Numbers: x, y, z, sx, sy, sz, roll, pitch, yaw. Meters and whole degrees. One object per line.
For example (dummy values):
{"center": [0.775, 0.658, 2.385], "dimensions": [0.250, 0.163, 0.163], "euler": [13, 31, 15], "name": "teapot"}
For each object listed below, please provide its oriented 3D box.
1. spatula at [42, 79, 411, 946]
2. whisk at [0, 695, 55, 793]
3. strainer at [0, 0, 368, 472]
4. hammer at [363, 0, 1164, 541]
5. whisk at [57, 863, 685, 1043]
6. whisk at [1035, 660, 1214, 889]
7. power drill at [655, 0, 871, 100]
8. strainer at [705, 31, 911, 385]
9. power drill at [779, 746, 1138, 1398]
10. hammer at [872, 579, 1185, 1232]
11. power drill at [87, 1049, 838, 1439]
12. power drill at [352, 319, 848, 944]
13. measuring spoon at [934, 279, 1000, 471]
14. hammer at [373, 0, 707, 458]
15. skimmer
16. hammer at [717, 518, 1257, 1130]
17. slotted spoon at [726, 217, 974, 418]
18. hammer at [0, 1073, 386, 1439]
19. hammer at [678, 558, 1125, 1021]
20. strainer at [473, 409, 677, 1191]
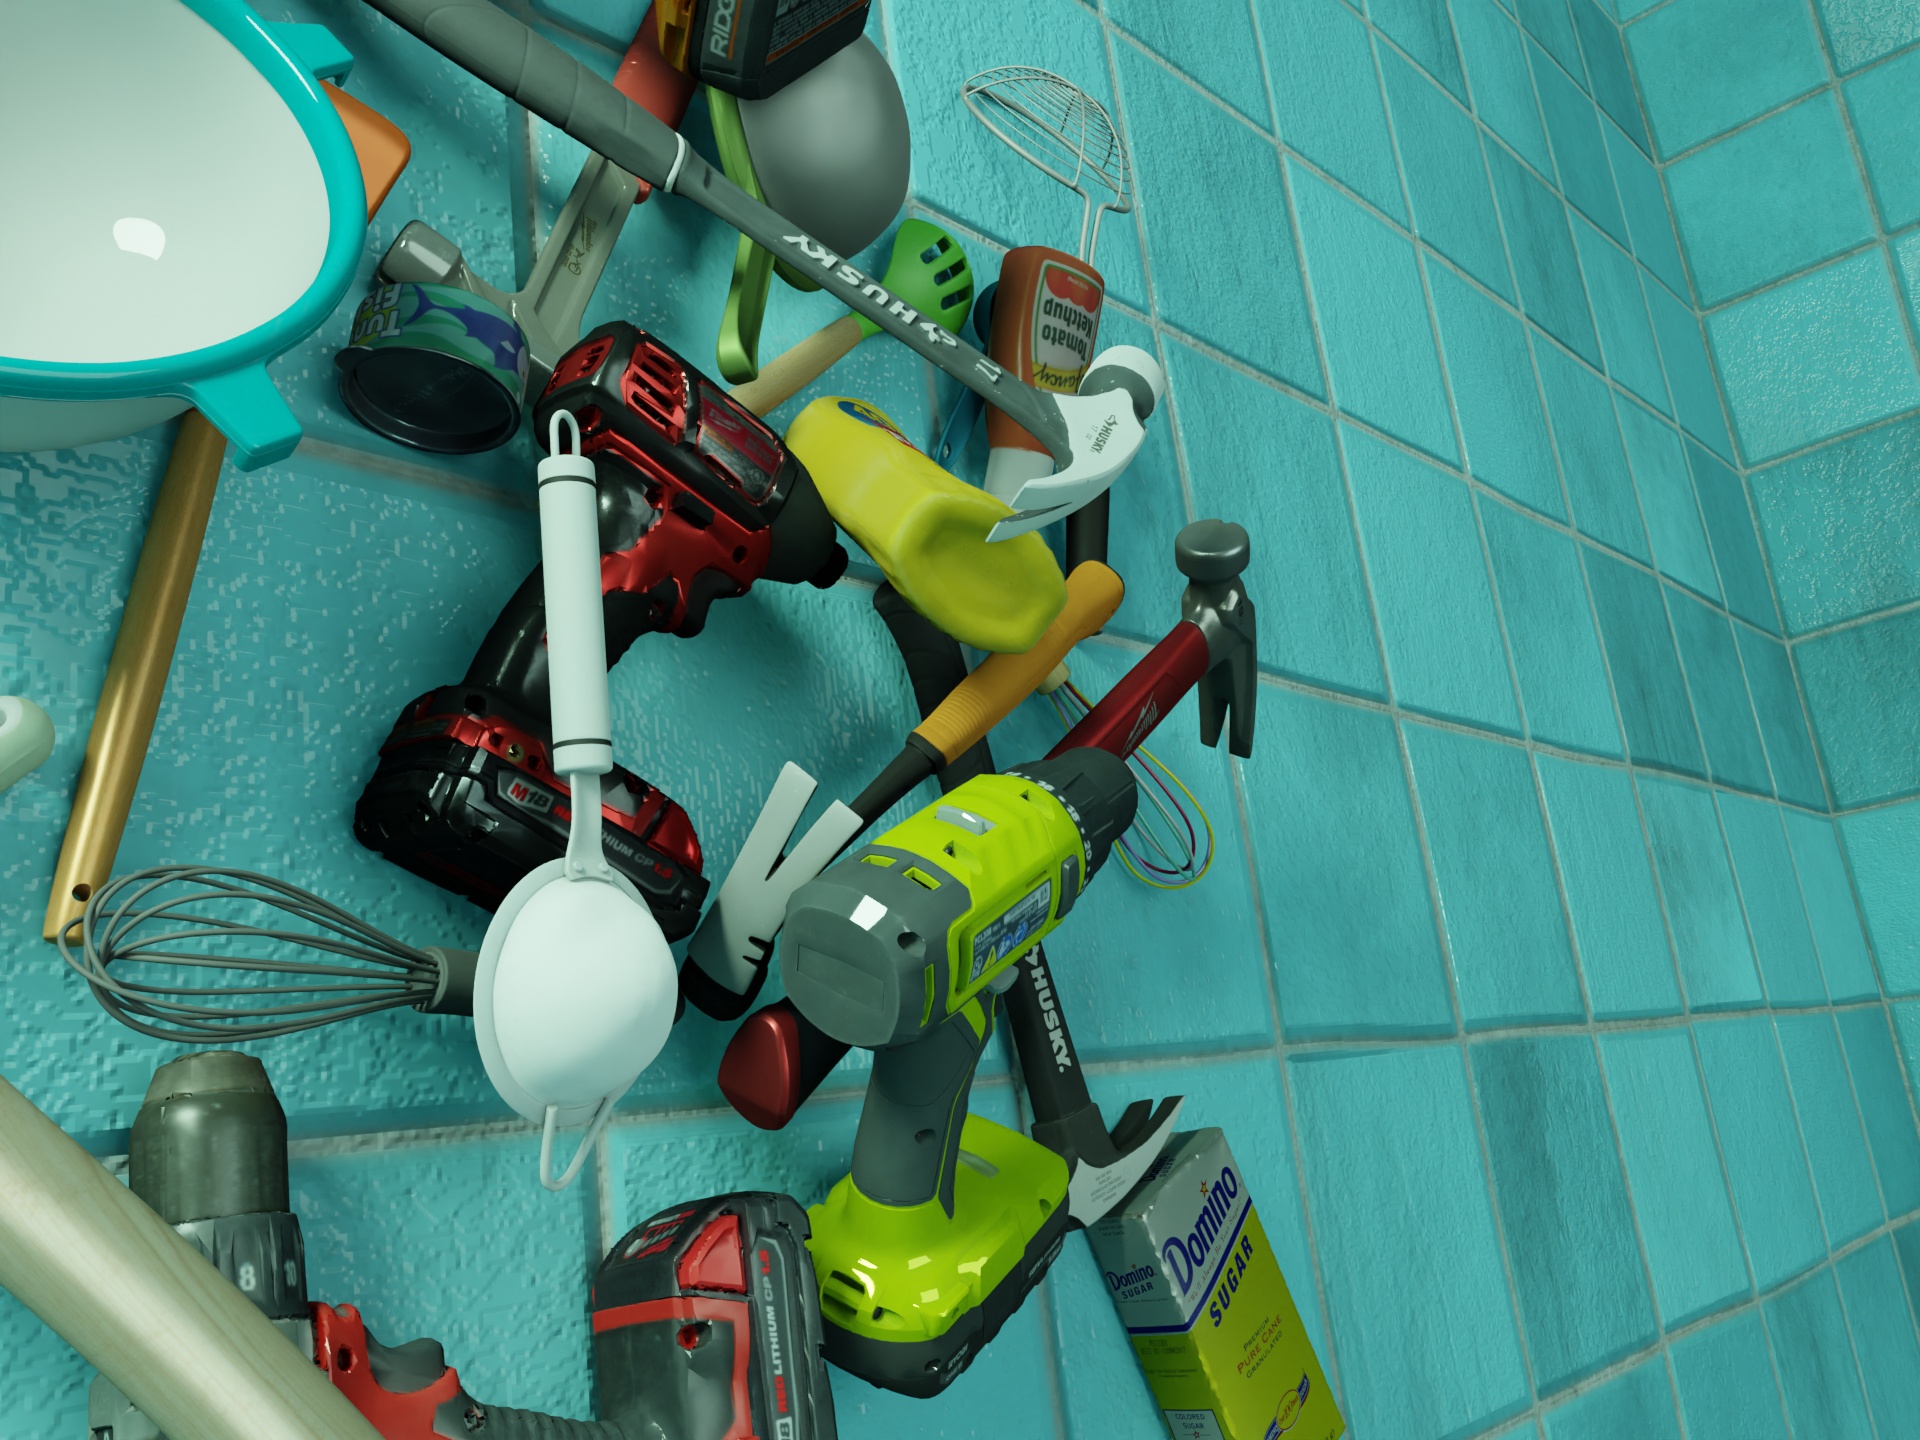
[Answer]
{"center": [-0.257, -0.084, 0.534], "dimensions": [0.081, 0.041, 0.323], "euler": [21, 60, -36], "name": "spatula"}
{"center": [-0.326, 0.063, 0.391], "dimensions": [0.246, 0.058, 0.059], "euler": [-55, 151, -50], "name": "whisk"}
{"center": [-0.347, -0.164, 0.433], "dimensions": [0.340, 0.095, 0.211], "euler": [13, 51, -30], "name": "strainer"}
{"center": [-0.103, -0.211, 0.642], "dimensions": [0.409, 0.036, 0.149], "euler": [33, 40, -4], "name": "hammer"}
{"center": [-0.183, 0.088, 0.543], "dimensions": [0.238, 0.055, 0.055], "euler": [21, 59, -52], "name": "whisk"}
{"center": [0.062, -0.001, 0.873], "dimensions": [0.245, 0.047, 0.051], "euler": [52, 30, -14], "name": "whisk"}
{"center": [-0.147, -0.366, 0.685], "dimensions": [0.226, 0.084, 0.164], "euler": [28, 45, 6], "name": "power drill"}
{"center": [-0.066, -0.250, 0.743], "dimensions": [0.151, 0.069, 0.257], "euler": [63, 23, -47], "name": "strainer"}
{"center": [0.004, 0.128, 0.629], "dimensions": [0.190, 0.080, 0.228], "euler": [-29, 132, -52], "name": "power drill"}
{"center": [0.022, 0.080, 0.795], "dimensions": [0.146, 0.035, 0.335], "euler": [-10, 82, -50], "name": "hammer"}
{"center": [-0.156, 0.198, 0.508], "dimensions": [0.226, 0.080, 0.188], "euler": [9, 63, -43], "name": "power drill"}
{"center": [-0.123, -0.030, 0.610], "dimensions": [0.143, 0.078, 0.220], "euler": [36, 59, -35], "name": "power drill"}
{"center": [0.004, -0.192, 0.893], "dimensions": [0.042, 0.021, 0.129], "euler": [48, 58, -51], "name": "measuring spoon"}
{"center": [-0.141, -0.281, 0.747], "dimensions": [0.149, 0.036, 0.359], "euler": [33, 51, -28], "name": "hammer"}
{"center": [0.054, -0.227, 0.965], "dimensions": [0.127, 0.090, 0.363], "euler": [9, 78, -44], "name": "skimmer"}
{"center": [0.033, 0.057, 0.742], "dimensions": [0.386, 0.038, 0.143], "euler": [-43, 137, -37], "name": "hammer"}
{"center": [-0.068, -0.187, 0.808], "dimensions": [0.314, 0.031, 0.070], "euler": [-49, 121, -46], "name": "slotted spoon"}
{"center": [-0.227, 0.118, 0.404], "dimensions": [0.410, 0.038, 0.146], "euler": [50, 34, -11], "name": "hammer"}
{"center": [-0.001, -0.002, 0.707], "dimensions": [0.034, 0.127, 0.337], "euler": [38, 39, 7], "name": "hammer"}
{"center": [-0.122, 0.020, 0.520], "dimensions": [0.086, 0.050, 0.258], "euler": [12, 69, -60], "name": "strainer"}
